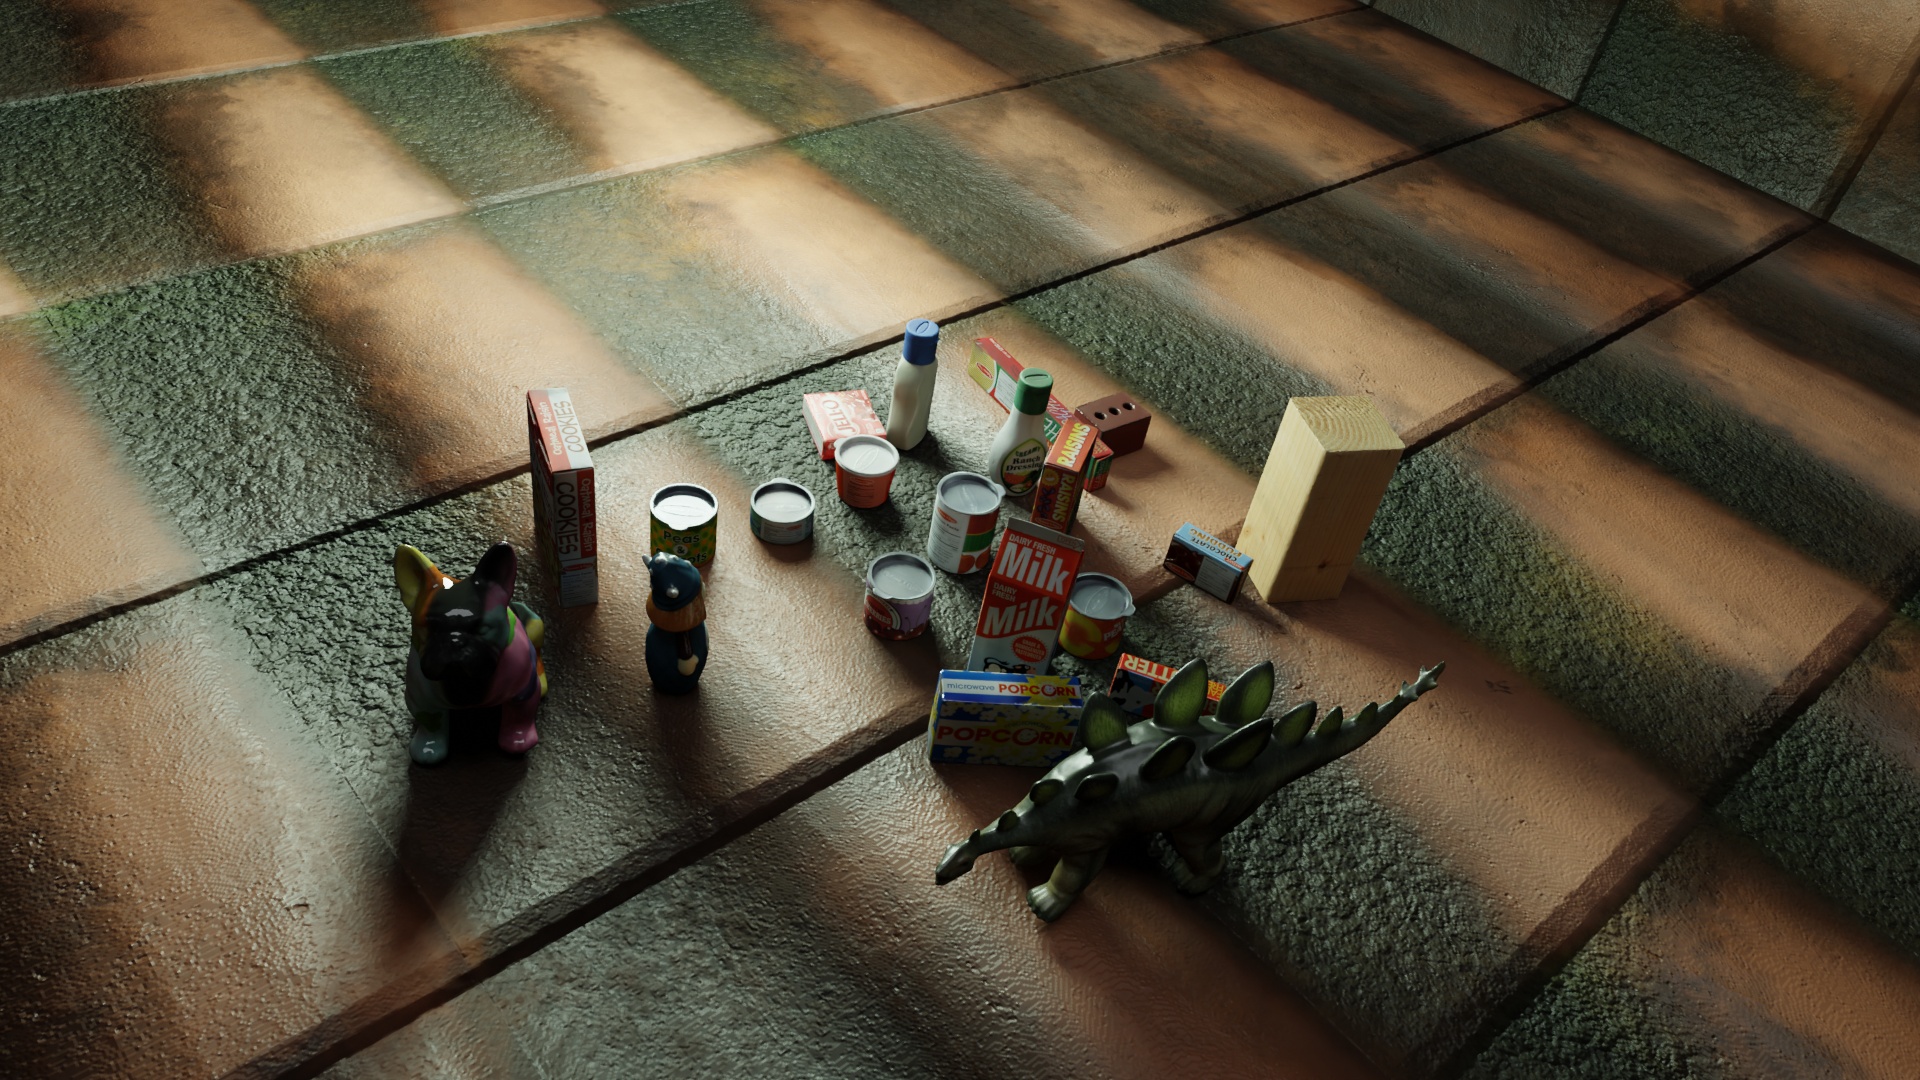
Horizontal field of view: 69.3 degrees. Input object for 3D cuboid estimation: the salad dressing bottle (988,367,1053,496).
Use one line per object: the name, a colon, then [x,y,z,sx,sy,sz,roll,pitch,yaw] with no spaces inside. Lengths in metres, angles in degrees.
salad dressing bottle: [0.068,-0.116,1.495,0.064,0.146,0.044,-7,44,-20]

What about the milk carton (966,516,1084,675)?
milk carton: [0.060,0.059,1.260,0.072,0.189,0.074,18,41,8]

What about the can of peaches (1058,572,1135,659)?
can of peaches: [0.131,0.075,1.359,0.071,0.057,0.071,6,41,-6]

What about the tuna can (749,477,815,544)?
tuna can: [-0.183,-0.030,1.427,0.071,0.032,0.071,6,41,-6]

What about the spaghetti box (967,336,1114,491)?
spaghetti box: [0.090,-0.149,1.612,0.029,0.049,0.251,-18,49,-30]

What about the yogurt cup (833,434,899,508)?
yogurt cup: [-0.102,-0.071,1.477,0.072,0.053,0.073,6,41,-6]

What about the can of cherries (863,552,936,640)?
can of cherries: [-0.061,0.055,1.338,0.071,0.058,0.072,6,41,-6]

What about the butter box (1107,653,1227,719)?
butter box: [0.192,0.145,1.297,0.103,0.052,0.024,17,41,7]

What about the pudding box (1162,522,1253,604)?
pudding box: [0.258,0.023,1.453,0.084,0.049,0.030,30,44,21]

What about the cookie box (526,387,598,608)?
cookie box: [-0.371,-0.040,1.293,0.040,0.166,0.123,-10,45,-23]

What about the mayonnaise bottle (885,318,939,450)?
mayonnaise bottle: [-0.051,-0.174,1.534,0.041,0.147,0.065,22,42,12]

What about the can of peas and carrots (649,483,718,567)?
can of peas and carrots: [-0.273,-0.012,1.367,0.071,0.058,0.071,6,41,-6]

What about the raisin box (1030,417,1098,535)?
raisin box: [0.105,-0.052,1.449,0.040,0.122,0.086,19,41,9]

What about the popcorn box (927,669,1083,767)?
popcorn box: [0.038,0.157,1.223,0.127,0.084,0.038,4,41,-8]

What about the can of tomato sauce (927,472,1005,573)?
can of tomato sauce: [0.005,-0.018,1.417,0.071,0.082,0.071,6,41,-6]
